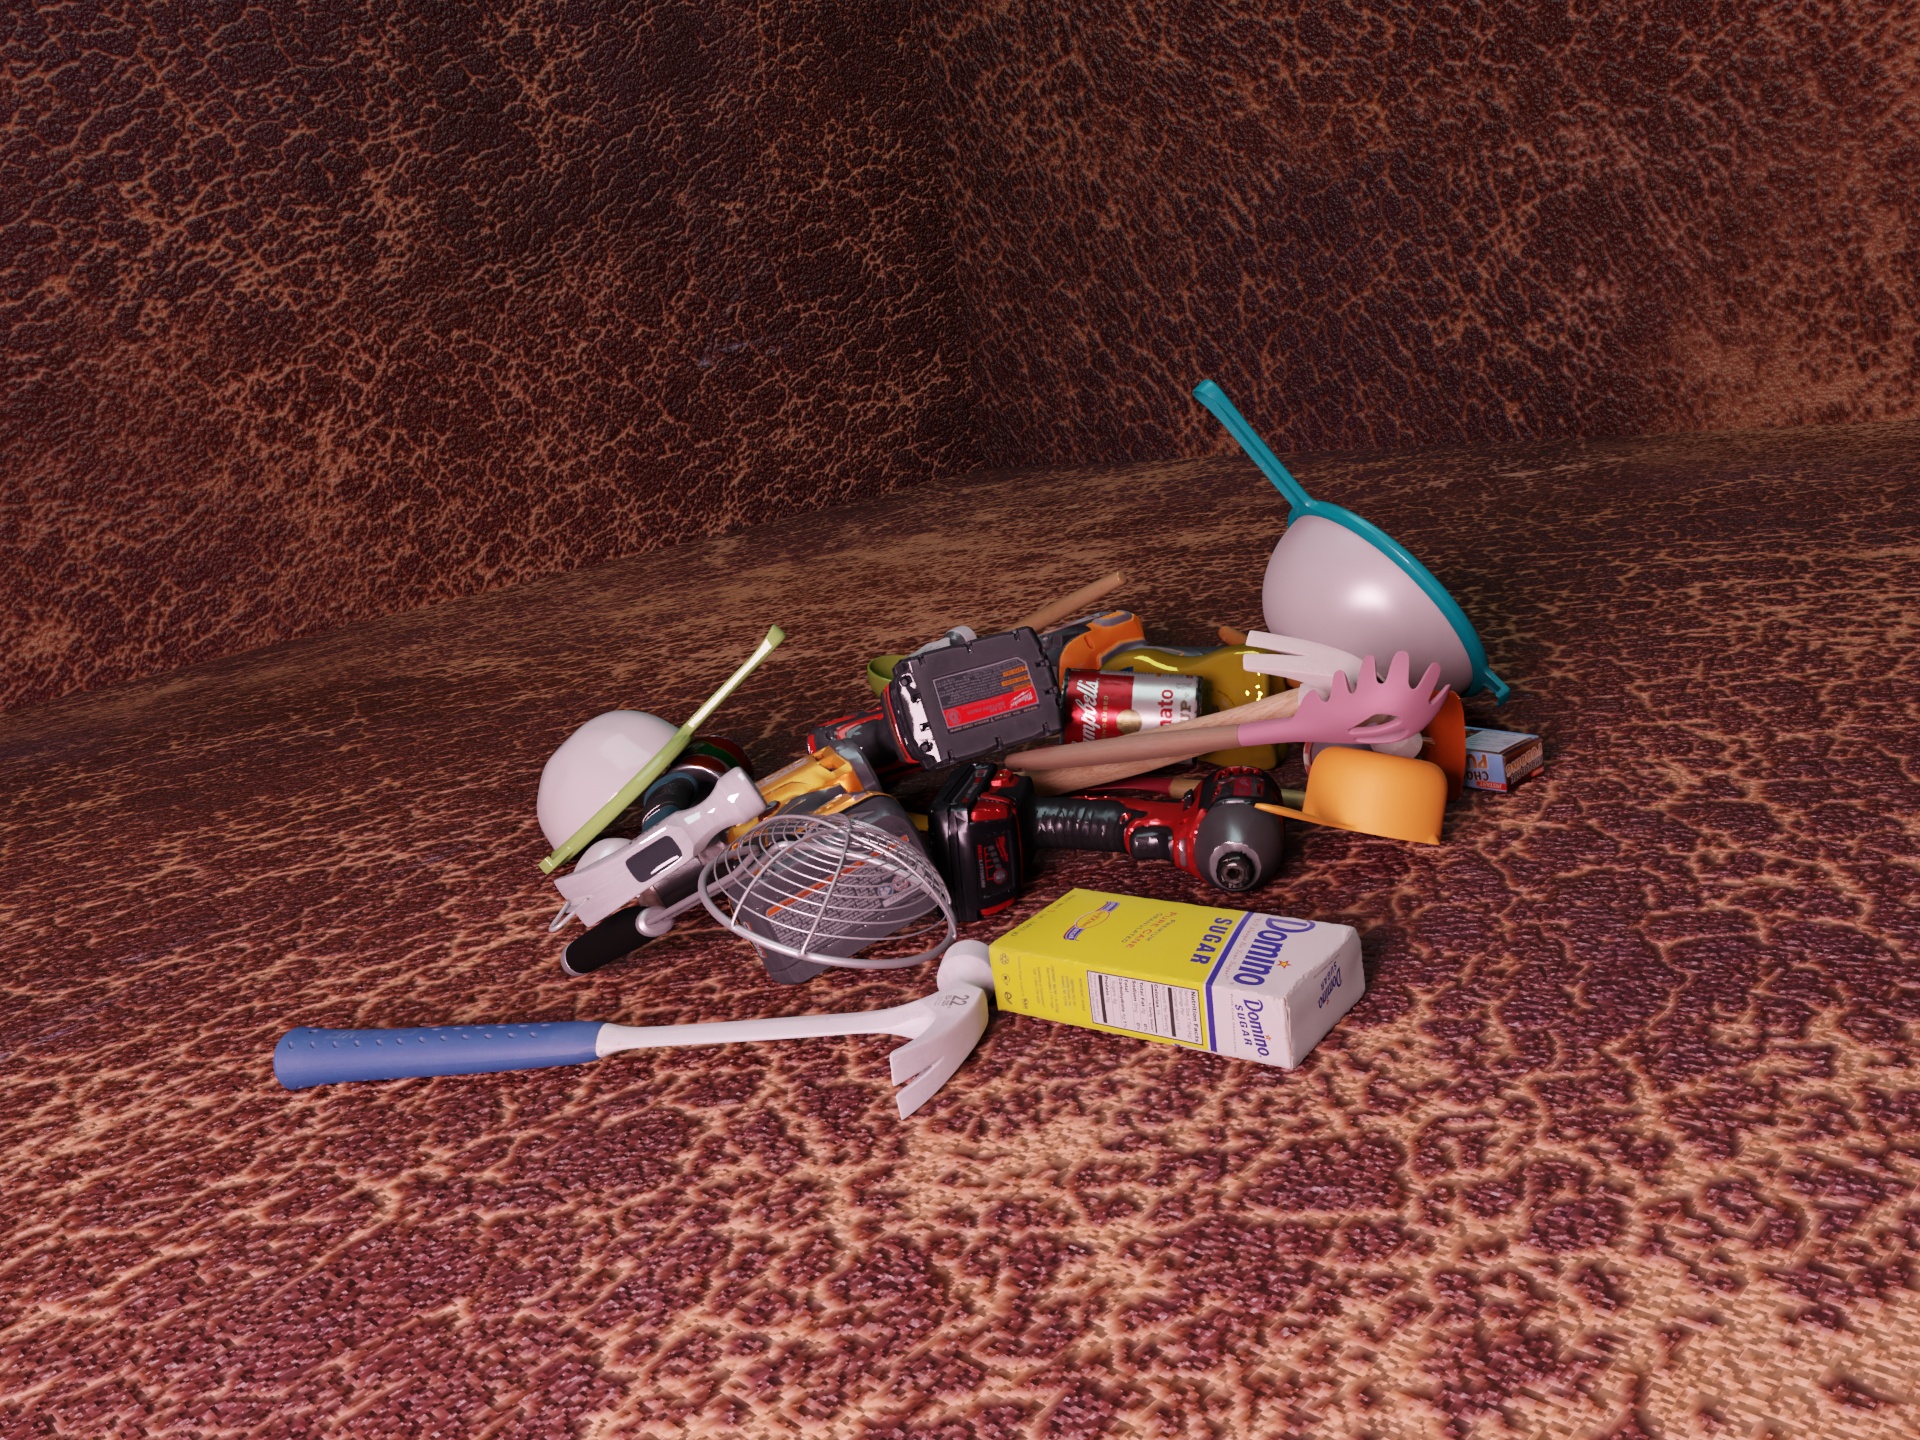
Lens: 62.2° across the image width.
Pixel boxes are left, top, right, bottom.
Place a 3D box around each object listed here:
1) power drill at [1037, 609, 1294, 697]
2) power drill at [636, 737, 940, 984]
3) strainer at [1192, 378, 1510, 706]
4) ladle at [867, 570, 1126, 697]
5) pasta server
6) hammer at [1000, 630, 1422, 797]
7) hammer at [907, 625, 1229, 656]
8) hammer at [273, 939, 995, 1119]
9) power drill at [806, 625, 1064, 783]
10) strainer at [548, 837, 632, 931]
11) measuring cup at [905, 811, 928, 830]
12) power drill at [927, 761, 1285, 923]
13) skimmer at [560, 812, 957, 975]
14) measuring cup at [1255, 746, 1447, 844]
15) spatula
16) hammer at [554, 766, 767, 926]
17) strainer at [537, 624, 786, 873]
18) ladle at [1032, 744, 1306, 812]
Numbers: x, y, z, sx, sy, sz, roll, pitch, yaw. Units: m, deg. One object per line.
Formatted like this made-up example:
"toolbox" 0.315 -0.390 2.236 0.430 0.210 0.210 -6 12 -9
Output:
"power drill" 0.169 -0.037 1.399 0.164 0.084 0.227 -22 23 -40
"power drill" -0.121 0.093 1.033 0.185 0.084 0.226 -28 18 -9
"strainer" 0.273 -0.116 1.270 0.095 0.340 0.211 -44 14 -5
"ladle" 0.030 -0.085 1.510 0.320 0.062 0.078 -26 -2 41
"pasta server" 0.162 0.006 1.043 0.316 0.060 0.040 -9 49 37
"hammer" 0.141 0.017 1.113 0.331 0.129 0.031 -17 43 37
"hammer" 0.117 -0.063 1.618 0.409 0.036 0.149 2 19 35
"hammer" -0.186 0.175 0.867 0.405 0.035 0.144 -6 14 11
"power drill" -0.002 -0.004 1.200 0.188 0.080 0.226 -16 -4 -23
"strainer" -0.205 0.095 1.194 0.087 0.050 0.258 -15 2 45
"measuring cup" -0.009 0.068 1.188 0.157 0.029 0.062 7 21 42
"power drill" 0.096 0.075 1.016 0.219 0.078 0.143 -2 15 12
"skimmer" -0.138 0.126 0.875 0.127 0.090 0.363 -2 -17 -37
"measuring cup" 0.236 0.040 0.980 0.095 0.052 0.173 11 -1 44
"spatula" 0.277 -0.027 1.211 0.041 0.081 0.323 -12 21 -12
"hammer" -0.191 0.065 1.032 0.128 0.033 0.331 -35 8 -6
"strainer" -0.247 0.003 1.245 0.256 0.069 0.151 -45 8 5
"ladle" 0.178 0.051 1.156 0.315 0.031 0.069 6 23 41
